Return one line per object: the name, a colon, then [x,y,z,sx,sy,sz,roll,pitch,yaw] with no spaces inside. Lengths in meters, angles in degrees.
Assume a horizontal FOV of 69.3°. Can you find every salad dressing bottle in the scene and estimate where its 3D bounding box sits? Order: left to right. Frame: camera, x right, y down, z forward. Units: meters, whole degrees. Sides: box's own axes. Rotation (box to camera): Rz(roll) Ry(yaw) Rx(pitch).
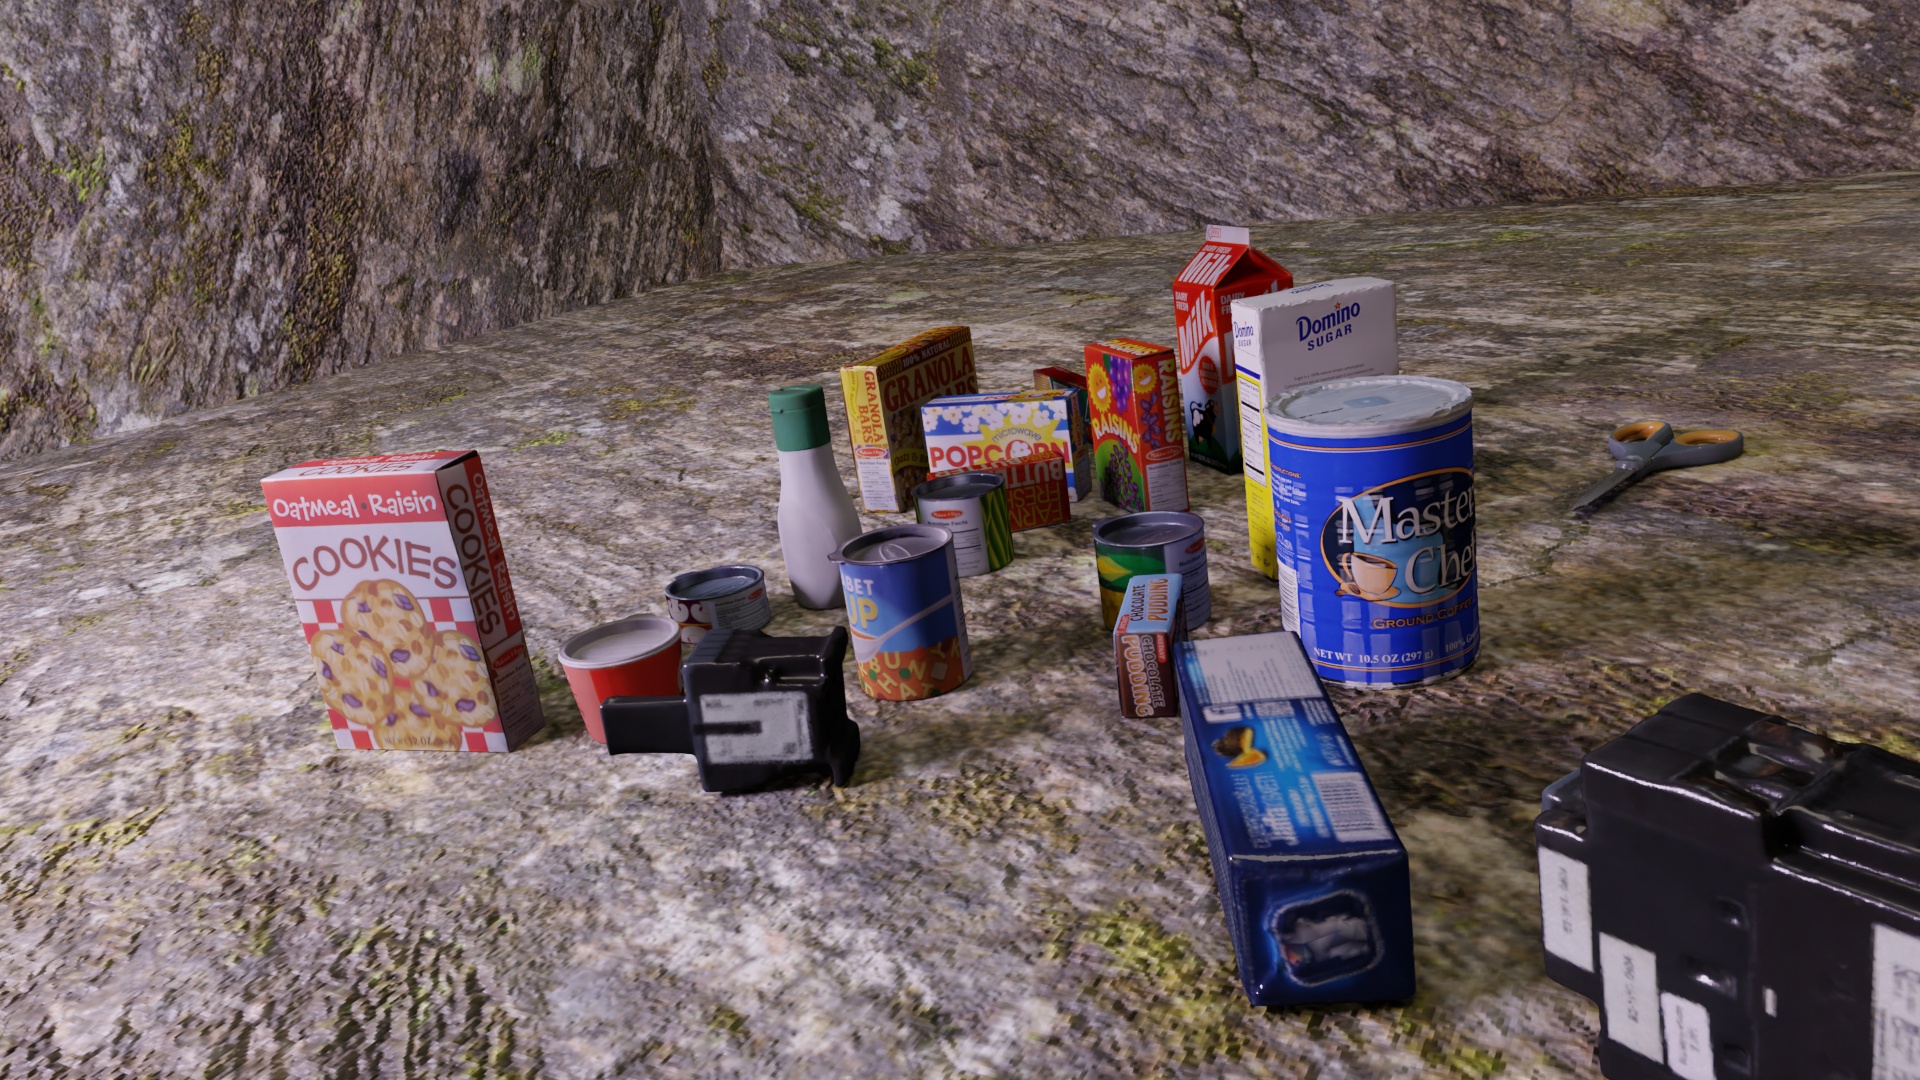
salad dressing bottle: [-0.098,-0.029,0.930,0.064,0.147,0.044,8,23,43]

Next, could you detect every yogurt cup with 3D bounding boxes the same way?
yogurt cup: [-0.186,0.079,0.781,0.072,0.053,0.072,-7,17,2]

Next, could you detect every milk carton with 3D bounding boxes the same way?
milk carton: [0.223,-0.157,1.118,0.073,0.190,0.072,-13,17,-15]

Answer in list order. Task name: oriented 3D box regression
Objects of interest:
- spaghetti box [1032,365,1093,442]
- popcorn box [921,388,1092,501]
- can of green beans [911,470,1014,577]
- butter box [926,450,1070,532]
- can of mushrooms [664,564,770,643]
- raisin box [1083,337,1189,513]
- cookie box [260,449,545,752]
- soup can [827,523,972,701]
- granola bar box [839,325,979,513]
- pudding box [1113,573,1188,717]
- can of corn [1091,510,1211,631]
spaghetti box: [0.123,-0.119,1.278,0.029,0.050,0.250,-13,18,-14]
popcorn box: [0.037,-0.075,1.117,0.126,0.085,0.038,-1,18,23]
can of green beans: [0.002,-0.012,0.978,0.071,0.057,0.071,-8,17,2]
butter box: [0.029,-0.032,1.039,0.104,0.053,0.024,-11,17,-9]
can of mushrooms: [-0.162,0.042,0.925,0.071,0.033,0.071,-7,17,2]
raisin box: [0.132,-0.086,1.044,0.040,0.123,0.086,-13,17,-15]
cookie box: [-0.314,0.036,0.788,0.123,0.167,0.040,-2,18,20]
soup can: [-0.034,0.040,0.785,0.071,0.083,0.071,-8,17,2]
granola bar box: [-0.037,-0.106,1.187,0.039,0.123,0.166,1,19,28]
pudding box: [0.102,0.054,0.736,0.030,0.049,0.084,-4,18,15]
can of corn: [0.113,0.019,0.829,0.071,0.058,0.071,-8,17,2]
